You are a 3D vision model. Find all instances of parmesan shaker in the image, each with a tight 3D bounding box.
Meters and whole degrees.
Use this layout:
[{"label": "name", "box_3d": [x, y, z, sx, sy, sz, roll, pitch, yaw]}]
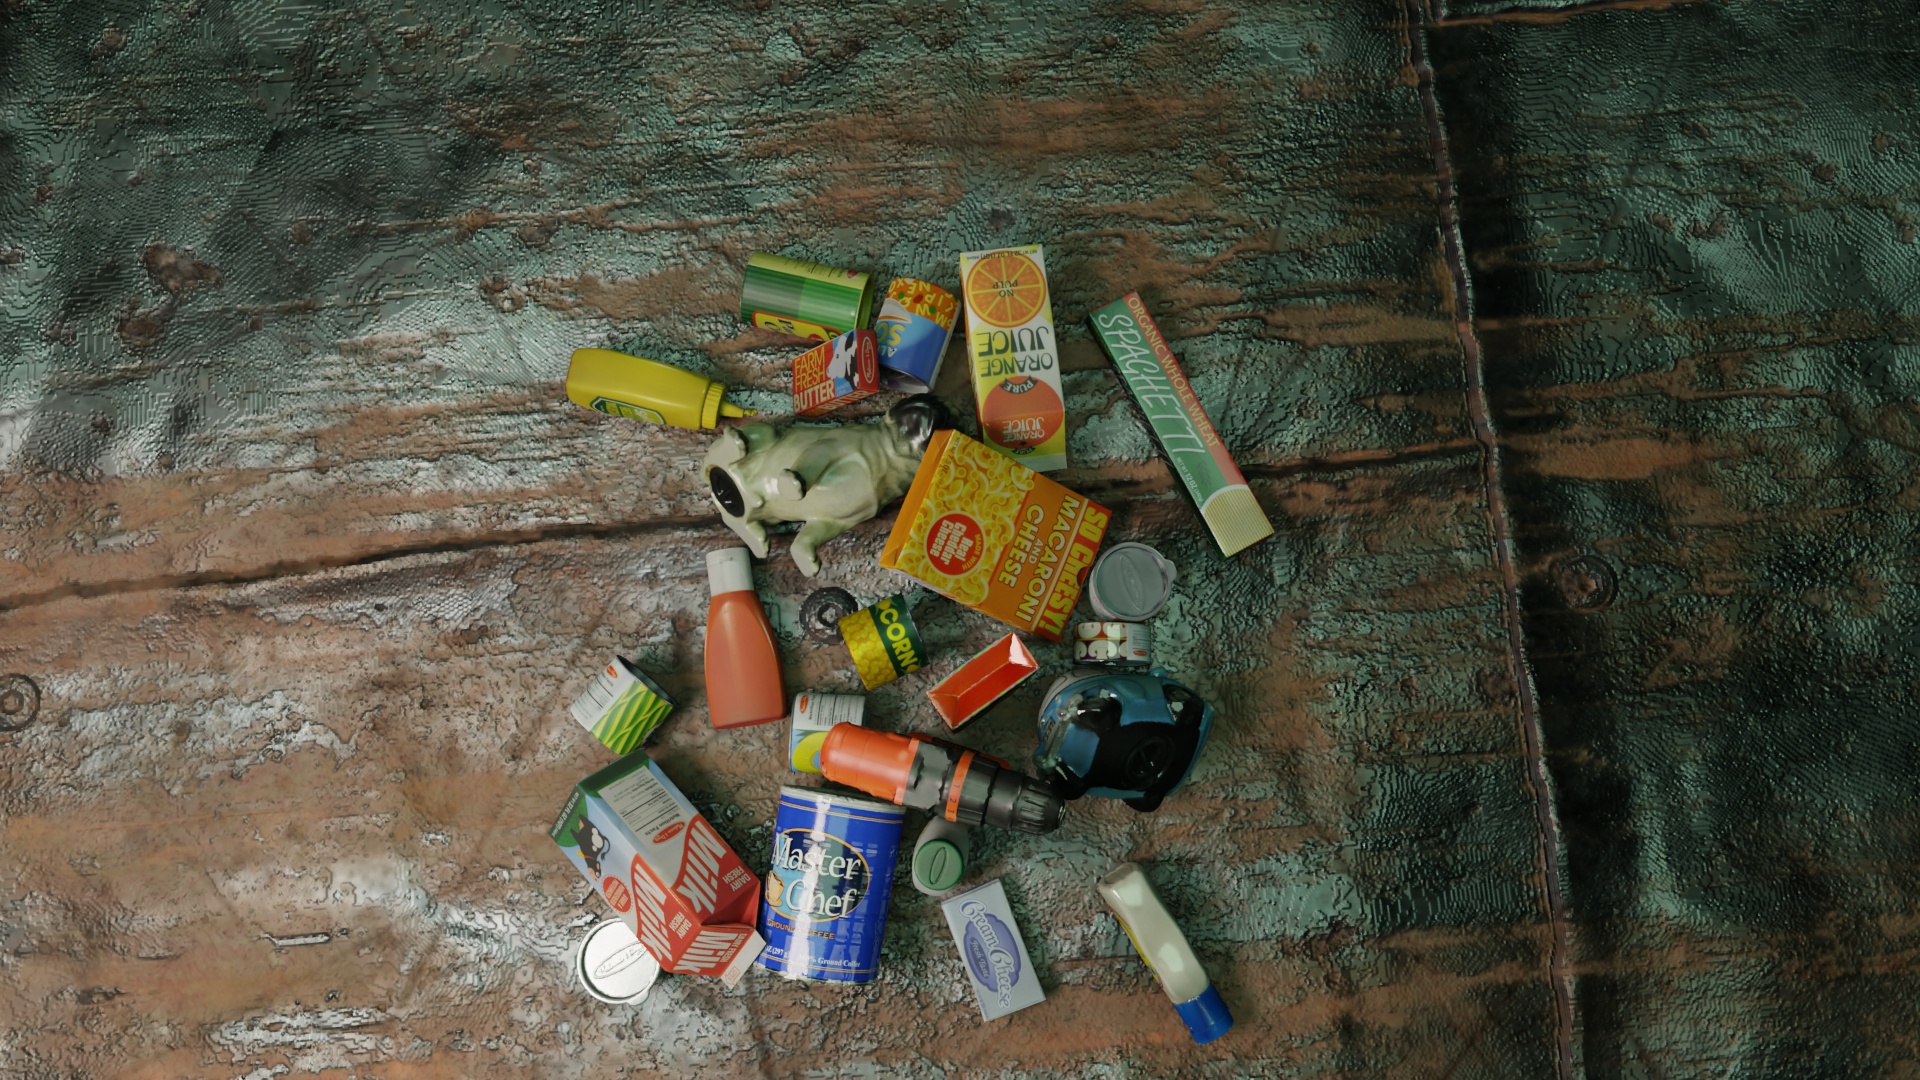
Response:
[{"label": "parmesan shaker", "box_3d": [-0.132, -0.209, 1.208, 0.103, 0.071, 0.071, 12, 81, 4]}]

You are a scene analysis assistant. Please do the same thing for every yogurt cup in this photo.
[{"label": "yogurt cup", "box_3d": [-0.270, 0.335, 1.121, 0.072, 0.054, 0.072, 0, 81, -1]}]

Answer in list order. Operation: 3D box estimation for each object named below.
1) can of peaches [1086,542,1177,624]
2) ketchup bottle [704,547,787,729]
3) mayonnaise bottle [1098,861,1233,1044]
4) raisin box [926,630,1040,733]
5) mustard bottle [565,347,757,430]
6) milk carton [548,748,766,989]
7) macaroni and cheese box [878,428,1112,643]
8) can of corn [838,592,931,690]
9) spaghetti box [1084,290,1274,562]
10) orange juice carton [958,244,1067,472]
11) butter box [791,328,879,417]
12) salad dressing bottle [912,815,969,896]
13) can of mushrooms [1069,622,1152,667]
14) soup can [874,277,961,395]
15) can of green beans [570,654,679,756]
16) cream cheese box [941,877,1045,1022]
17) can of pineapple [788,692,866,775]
[{"label": "can of peaches", "box_3d": [0.144, 0.038, 1.174, 0.071, 0.058, 0.071, 0, 80, -1]}, {"label": "ketchup bottle", "box_3d": [-0.186, 0.081, 1.169, 0.065, 0.043, 0.149, -9, 81, -2]}, {"label": "mayonnaise bottle", "box_3d": [0.167, 0.334, 1.125, 0.041, 0.064, 0.148, -31, 86, -6]}, {"label": "raisin box", "box_3d": [0.018, 0.117, 1.126, 0.086, 0.123, 0.040, -36, 83, -6]}, {"label": "mustard bottle", "box_3d": [-0.255, -0.125, 1.193, 0.160, 0.065, 0.049, 12, 77, -3]}, {"label": "milk carton", "box_3d": [-0.230, 0.266, 1.099, 0.191, 0.074, 0.072, 44, 125, 14]}, {"label": "macaroni and cheese box", "box_3d": [0.032, -0.002, 1.151, 0.166, 0.040, 0.124, 26, 83, -24]}, {"label": "can of corn", "box_3d": [-0.063, 0.084, 1.157, 0.058, 0.071, 0.071, -23, 82, -3]}, {"label": "spaghetti box", "box_3d": [0.189, -0.101, 1.212, 0.050, 0.028, 0.250, -28, 82, -6]}, {"label": "orange juice carton", "box_3d": [0.045, -0.151, 1.196, 0.072, 0.073, 0.193, -7, 81, -2]}, {"label": "butter box", "box_3d": [-0.107, -0.142, 1.183, 0.024, 0.103, 0.053, 4, 78, -38]}, {"label": "salad dressing bottle", "box_3d": [-0.016, 0.250, 1.091, 0.044, 0.147, 0.064, 19, 81, 2]}, {"label": "can of mushrooms", "box_3d": [0.125, 0.088, 1.162, 0.071, 0.071, 0.033, 1, 81, -1]}, {"label": "soup can", "box_3d": [-0.045, -0.177, 1.201, 0.071, 0.071, 0.084, 18, 81, 2]}, {"label": "can of green beans", "box_3d": [-0.278, 0.138, 1.147, 0.071, 0.071, 0.058, 40, 84, 5]}, {"label": "cream cheese box", "box_3d": [0.026, 0.336, 1.140, 0.053, 0.024, 0.104, -21, 82, -4]}, {"label": "can of pineapple", "box_3d": [-0.109, 0.161, 1.147, 0.058, 0.071, 0.071, 3, 81, 0]}]
